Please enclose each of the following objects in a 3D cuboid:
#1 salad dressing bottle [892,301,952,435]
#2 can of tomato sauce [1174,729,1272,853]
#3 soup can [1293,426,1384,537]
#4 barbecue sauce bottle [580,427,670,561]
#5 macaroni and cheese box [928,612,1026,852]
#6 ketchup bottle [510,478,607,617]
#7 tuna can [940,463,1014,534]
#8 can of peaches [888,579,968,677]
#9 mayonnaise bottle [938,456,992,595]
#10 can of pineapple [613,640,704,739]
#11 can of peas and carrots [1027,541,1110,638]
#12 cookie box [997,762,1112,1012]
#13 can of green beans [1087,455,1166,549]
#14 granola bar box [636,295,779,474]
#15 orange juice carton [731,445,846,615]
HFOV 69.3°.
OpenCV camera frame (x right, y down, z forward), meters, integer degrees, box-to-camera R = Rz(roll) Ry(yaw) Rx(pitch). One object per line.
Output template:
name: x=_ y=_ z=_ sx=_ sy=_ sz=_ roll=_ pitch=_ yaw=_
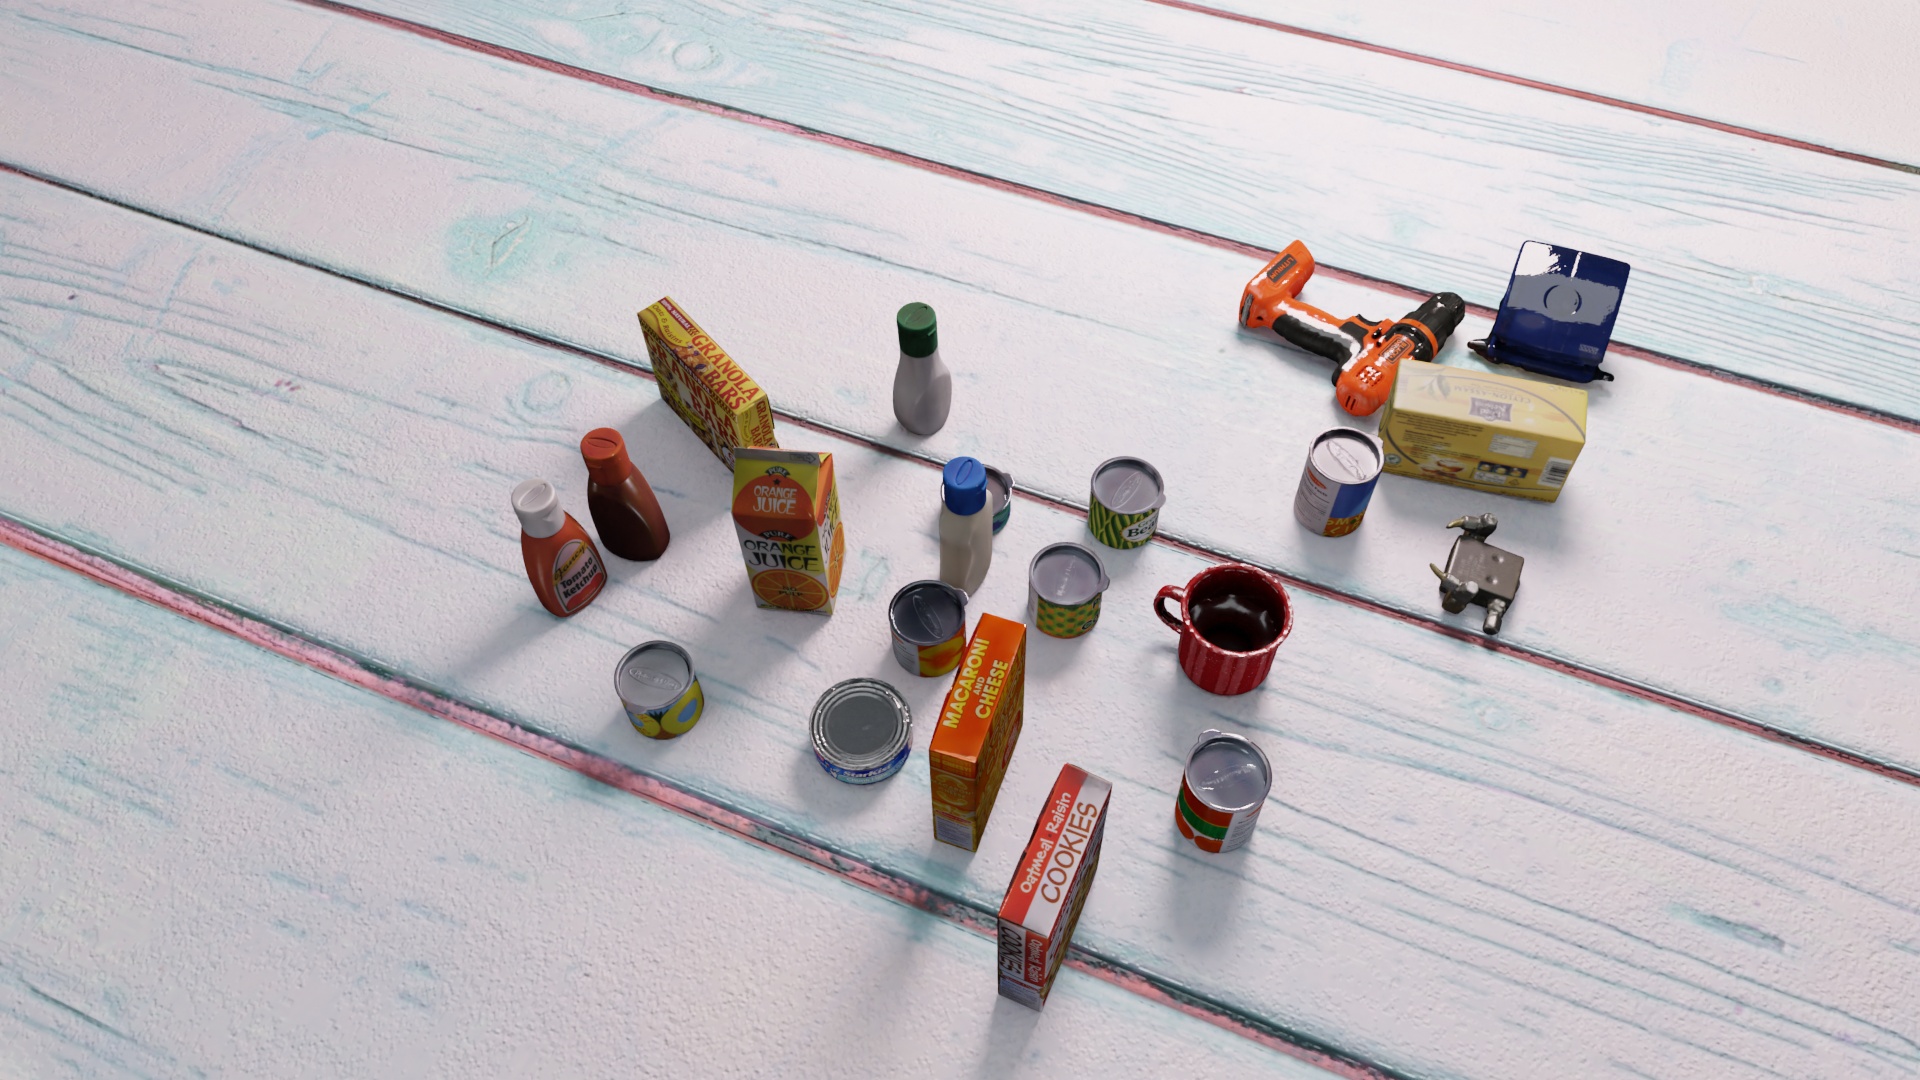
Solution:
salad dressing bottle: x=-0.038 y=-0.162 z=1.311 sx=0.044 sy=0.147 sz=0.064 roll=35 pitch=63 yaw=23
can of tomato sauce: x=0.204 y=0.198 z=1.093 sx=0.071 sy=0.082 sz=0.071 roll=-1 pitch=55 yaw=1
soup can: x=0.346 y=-0.053 z=1.266 sx=0.071 sy=0.083 sz=0.072 roll=-1 pitch=55 yaw=1
barbecue sauce bottle: x=-0.302 y=-0.040 z=1.231 sx=0.065 sy=0.147 sz=0.044 roll=13 pitch=56 yaw=10
macaroni and cheese box: x=0.014 y=0.152 z=1.079 sx=0.040 sy=0.165 sz=0.124 roll=15 pitch=57 yaw=12
ketchup bottle: x=-0.351 y=0.004 z=1.201 sx=0.043 sy=0.148 sz=0.065 roll=31 pitch=61 yaw=21
tuna can: x=0.017 y=-0.038 z=1.293 sx=0.071 sy=0.032 sz=0.071 roll=-1 pitch=55 yaw=1
can of peaches: x=-0.025 y=0.076 z=1.199 sx=0.071 sy=0.057 sz=0.071 roll=-1 pitch=55 yaw=1
mayonnaise bottle: x=0.004 y=-0.015 z=1.207 sx=0.041 sy=0.147 sz=0.065 roll=18 pitch=58 yaw=13
can of pineapple: x=-0.254 y=0.127 z=1.167 sx=0.071 sy=0.057 sz=0.071 roll=-1 pitch=55 yaw=1
can of peas and carrots: x=0.094 y=0.045 z=1.218 sx=0.071 sy=0.058 sz=0.071 roll=-1 pitch=55 yaw=1
cookie box: x=0.066 y=0.253 z=1.006 sx=0.040 sy=0.166 sz=0.123 roll=19 pitch=58 yaw=14
can of green beans: x=0.151 y=-0.034 z=1.272 sx=0.071 sy=0.057 sz=0.071 roll=-1 pitch=55 yaw=1
granola bar box: x=-0.235 y=-0.137 z=1.312 sx=0.039 sy=0.123 sz=0.166 roll=-35 pitch=61 yaw=-21
orange juice carton: x=-0.146 y=-0.018 z=1.185 sx=0.072 sy=0.191 sz=0.073 roll=6 pitch=56 yaw=5
